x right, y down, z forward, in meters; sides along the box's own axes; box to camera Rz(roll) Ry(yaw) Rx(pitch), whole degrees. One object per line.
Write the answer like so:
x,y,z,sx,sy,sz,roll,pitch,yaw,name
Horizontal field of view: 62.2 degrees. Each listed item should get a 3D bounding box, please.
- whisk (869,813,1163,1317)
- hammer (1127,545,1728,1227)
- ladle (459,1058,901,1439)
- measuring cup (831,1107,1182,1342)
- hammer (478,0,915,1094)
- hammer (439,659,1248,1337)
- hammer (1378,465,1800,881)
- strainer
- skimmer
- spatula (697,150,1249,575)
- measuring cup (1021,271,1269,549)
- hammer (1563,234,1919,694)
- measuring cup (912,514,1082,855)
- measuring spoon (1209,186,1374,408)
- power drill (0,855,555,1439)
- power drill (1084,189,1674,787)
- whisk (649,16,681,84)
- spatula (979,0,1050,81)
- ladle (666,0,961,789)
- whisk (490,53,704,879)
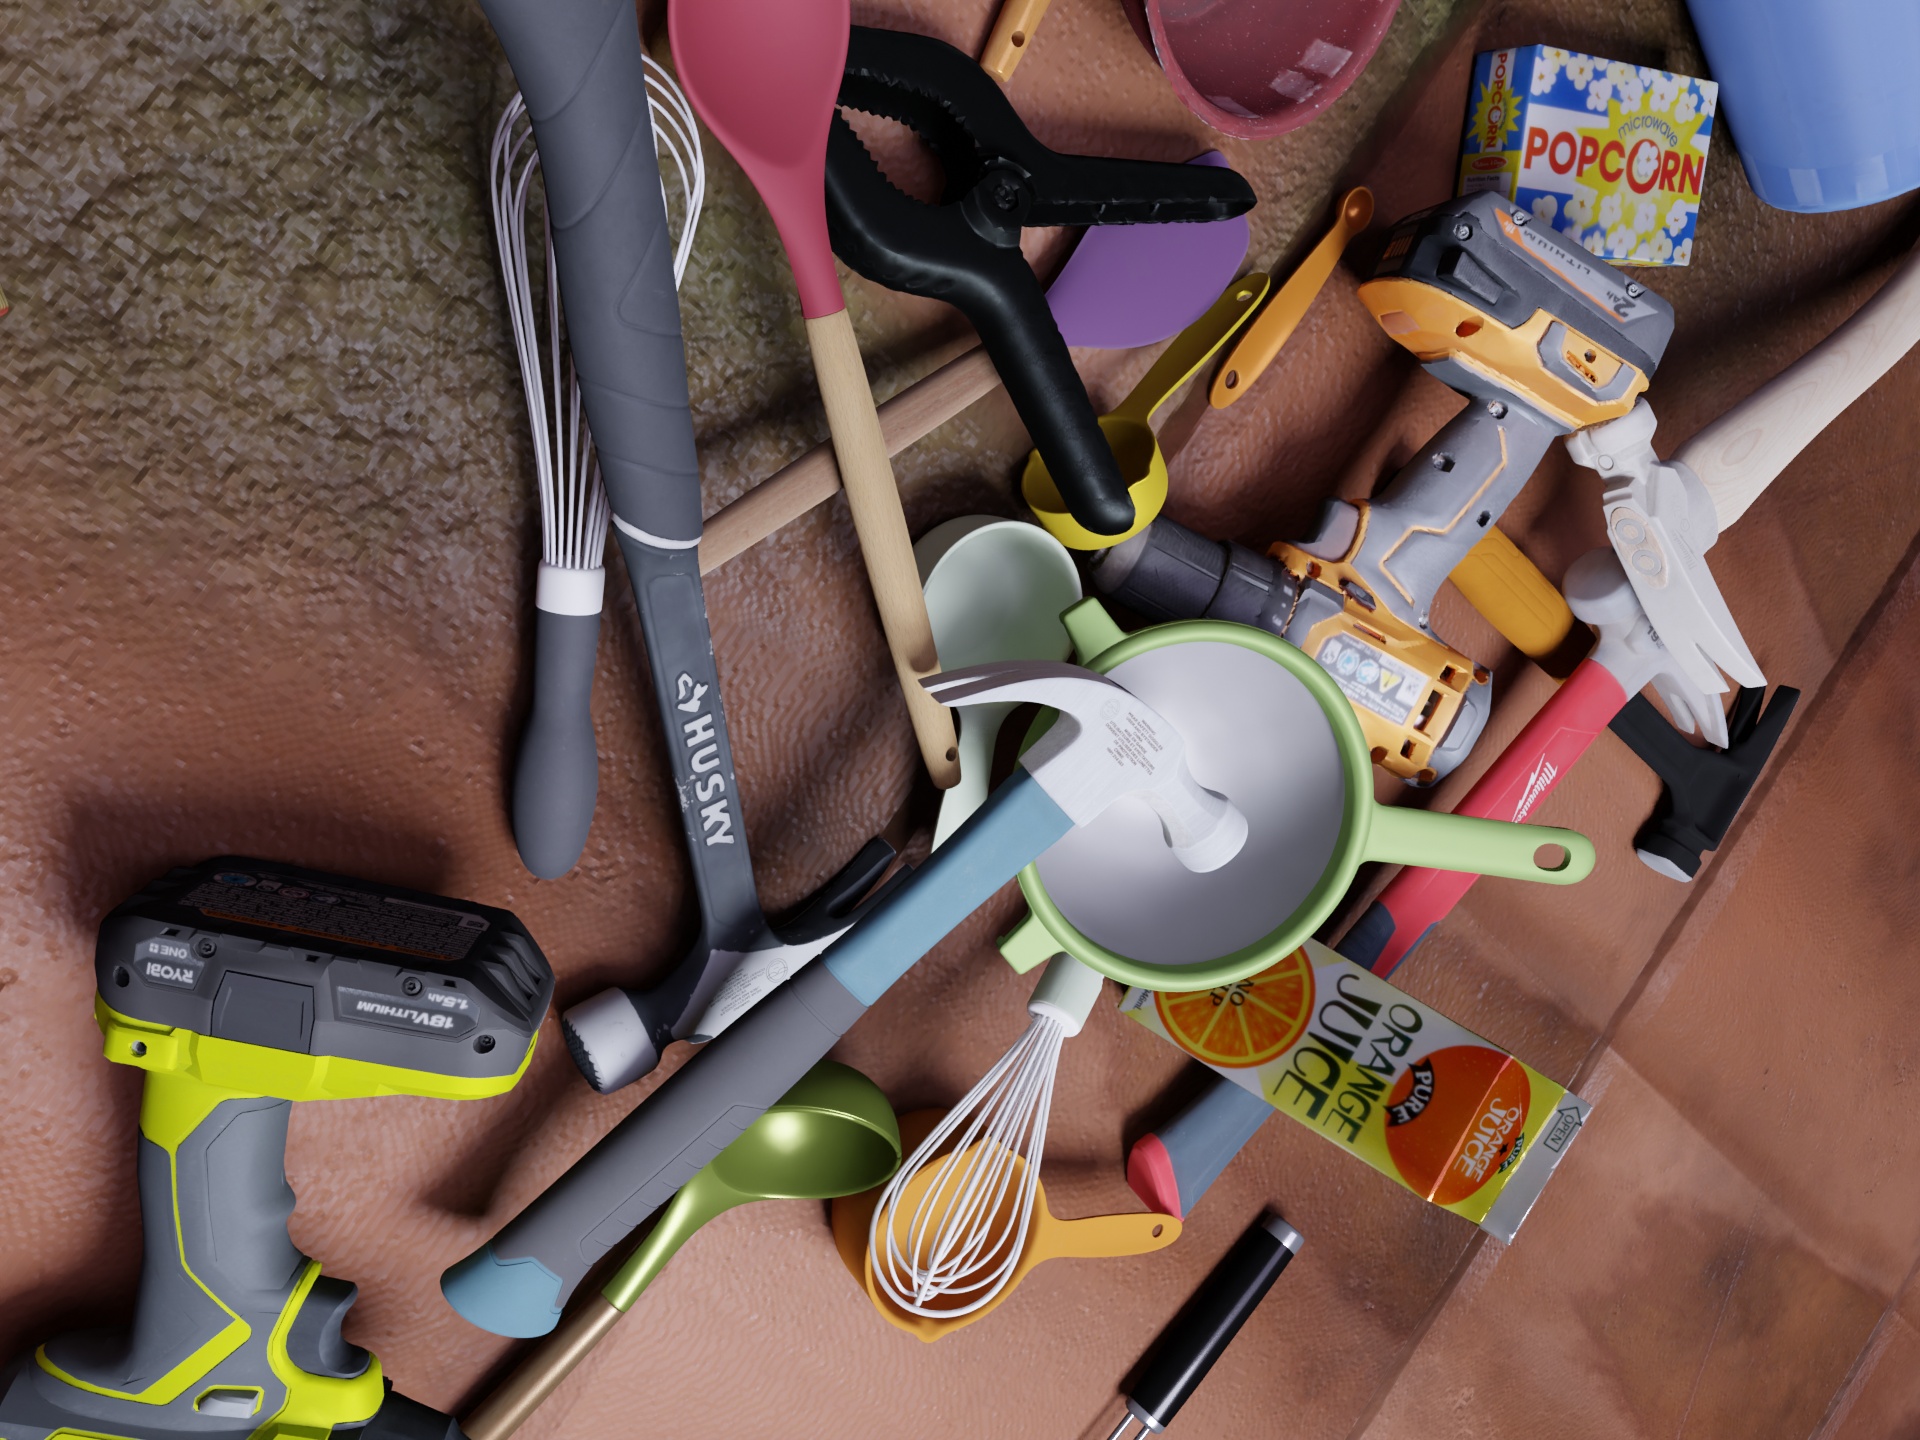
0.036,0.131,0.662,0.246,0.059,0.057,-59,161,-29,whisk
0.229,0.101,0.786,0.386,0.038,0.143,-48,124,-3,hammer
-0.151,0.255,0.622,0.320,0.062,0.078,-45,132,-9,ladle
0.022,0.220,0.715,0.173,0.052,0.095,11,99,-34,measuring cup
-0.089,-0.046,0.510,0.149,0.036,0.408,-26,135,-26,hammer
-0.052,0.105,0.581,0.331,0.033,0.128,-42,112,-1,hammer
0.326,-0.037,0.826,0.336,0.034,0.127,33,88,-33,hammer
0.137,0.037,0.666,0.256,0.069,0.151,8,99,-14,strainer
0.058,0.392,0.764,0.127,0.090,0.363,42,78,-1,skimmer
0.006,-0.129,0.602,0.316,0.018,0.059,-37,118,-26,spatula
0.085,-0.128,0.655,0.156,0.062,0.029,-49,134,-21,measuring cup
0.456,-0.175,0.812,0.410,0.038,0.146,-37,102,-28,hammer
-0.001,-0.002,0.645,0.083,0.038,0.167,2,107,-31,measuring cup
0.142,-0.184,0.691,0.021,0.011,0.117,38,87,-42,measuring spoon
-0.214,0.170,0.522,0.171,0.080,0.223,12,99,-7,power drill
0.174,-0.106,0.676,0.185,0.084,0.226,26,94,-13,power drill
-0.025,-0.316,0.534,0.047,0.051,0.245,36,88,-39,whisk
0.079,-0.388,0.586,0.081,0.041,0.322,23,96,-34,spatula
-0.038,-0.114,0.541,0.069,0.031,0.315,-30,120,-31,ladle
-0.128,-0.077,0.538,0.070,0.070,0.284,-2,110,-30,whisk
